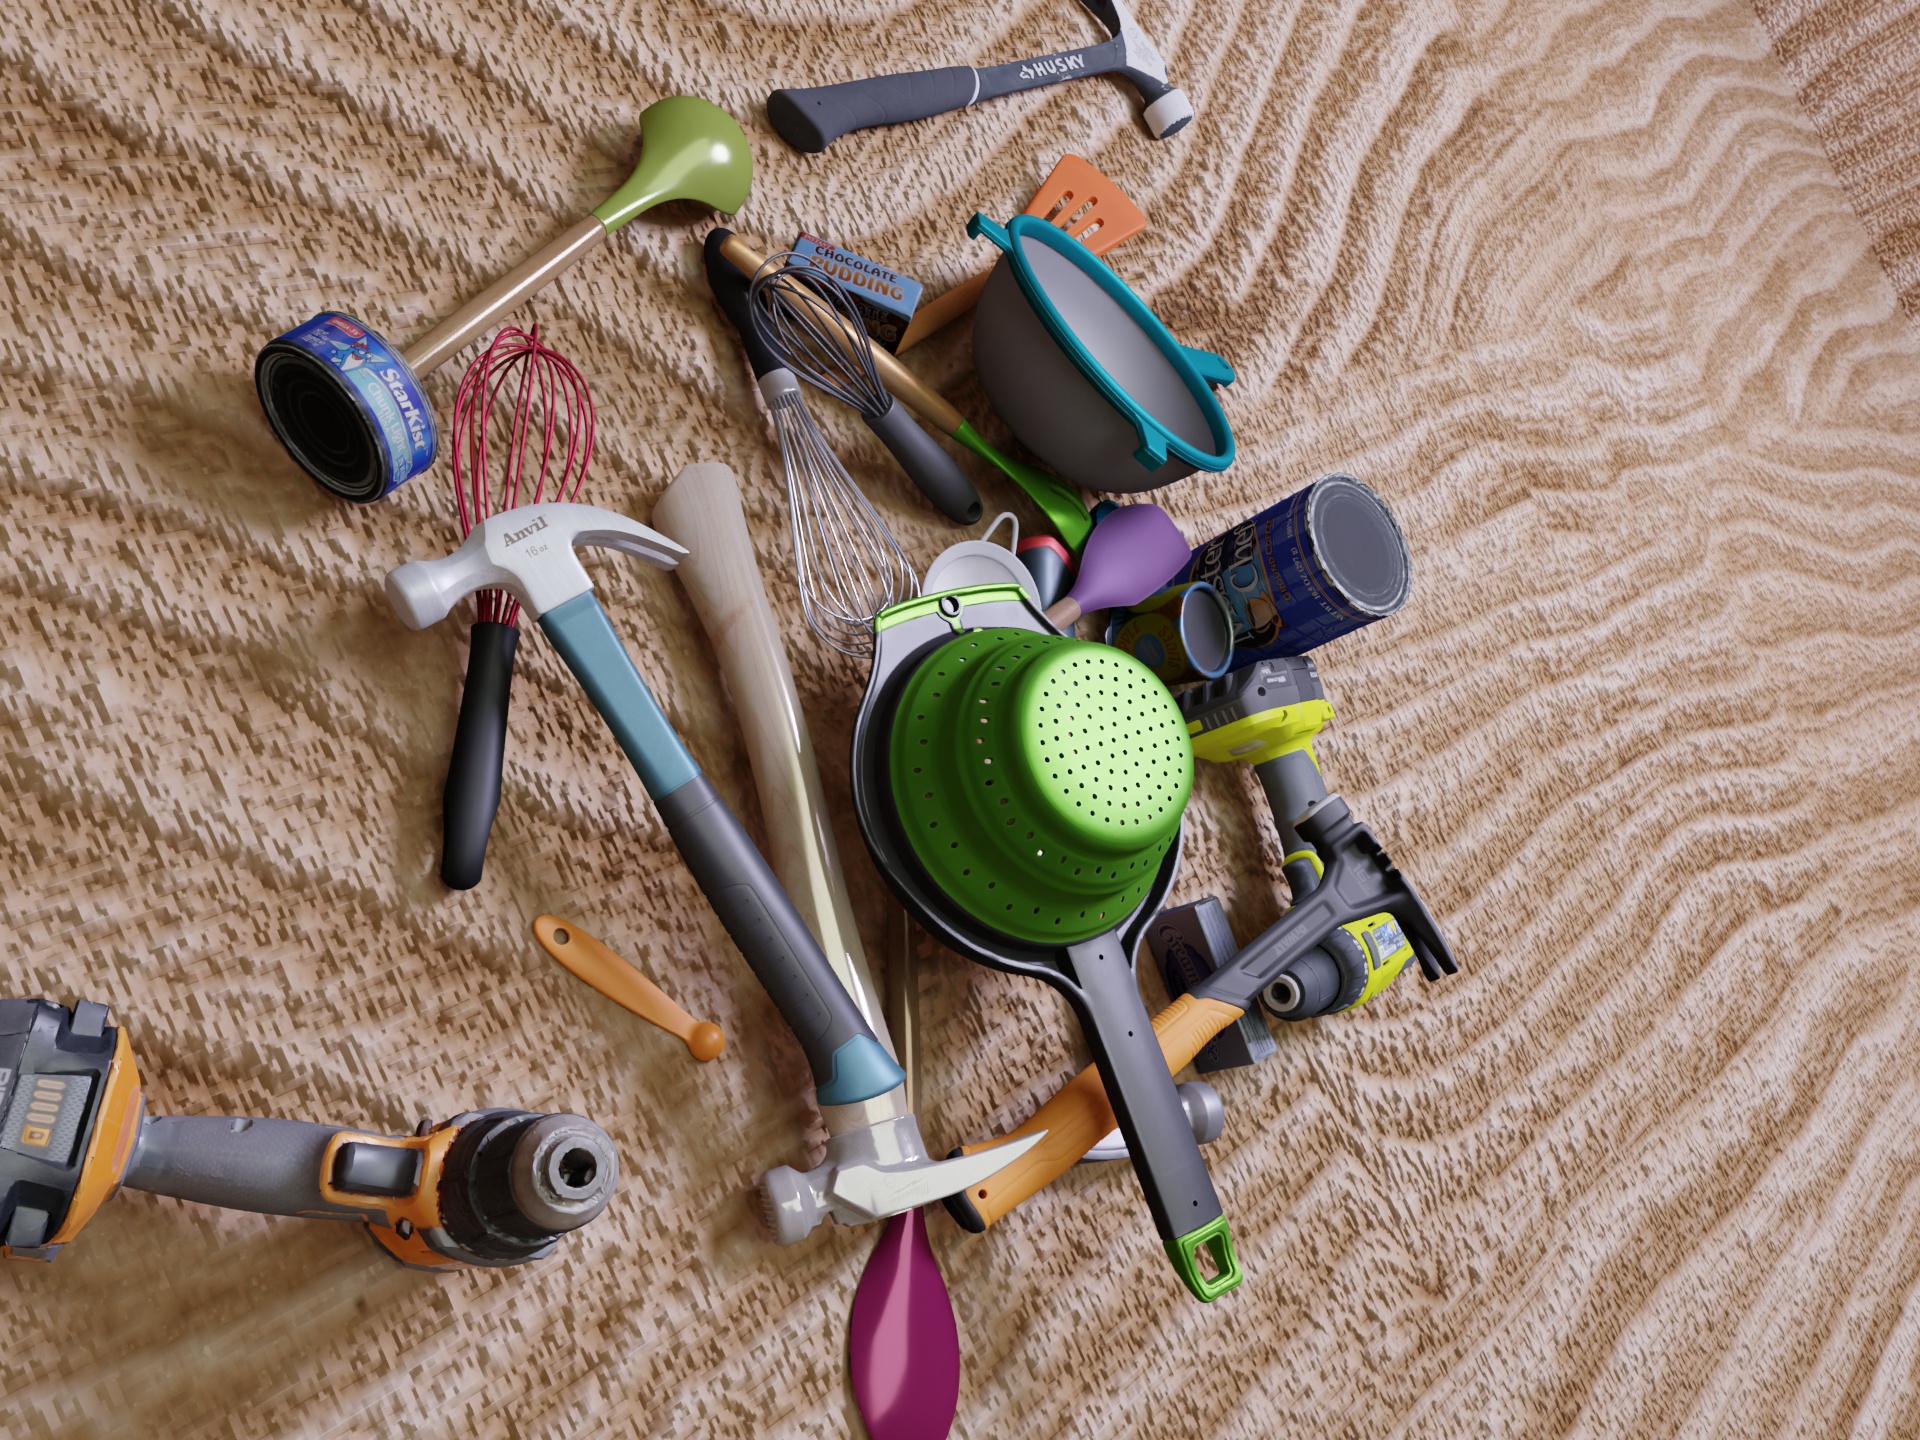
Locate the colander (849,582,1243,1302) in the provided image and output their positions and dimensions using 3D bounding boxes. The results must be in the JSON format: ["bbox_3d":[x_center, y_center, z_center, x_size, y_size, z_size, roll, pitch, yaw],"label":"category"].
[{"bbox_3d":[0.081,0.100,0.816,0.204,0.094,0.397,-15,80,-35],"label":"colander"}]

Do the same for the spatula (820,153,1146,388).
[{"bbox_3d":[0.012,-0.298,1.076,0.081,0.041,0.323,44,51,4],"label":"spatula"}]

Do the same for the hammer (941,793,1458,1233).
[{"bbox_3d":[0.131,0.178,0.892,0.337,0.034,0.127,-33,83,-23],"label":"hammer"}]

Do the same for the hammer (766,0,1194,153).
[{"bbox_3d":[0.017,-0.468,1.154,0.409,0.036,0.149,-31,91,-41],"label":"hammer"}]

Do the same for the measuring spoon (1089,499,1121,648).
[{"bbox_3d":[0.099,-0.085,1.078,0.042,0.021,0.129,9,75,-48],"label":"measuring spoon"}]

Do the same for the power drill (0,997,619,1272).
[{"bbox_3d":[-0.249,0.163,0.590,0.226,0.185,0.084,18,63,-28],"label":"power drill"}]

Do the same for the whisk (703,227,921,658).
[{"bbox_3d":[-0.094,-0.167,0.934,0.070,0.070,0.285,-13,76,-41],"label":"whisk"}]

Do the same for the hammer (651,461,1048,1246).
[{"bbox_3d":[-0.078,0.051,0.842,0.146,0.038,0.411,-12,76,-17],"label":"hammer"}]

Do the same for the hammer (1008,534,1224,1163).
[{"bbox_3d":[0.063,0.069,0.969,0.143,0.038,0.386,2,71,-36],"label":"hammer"}]

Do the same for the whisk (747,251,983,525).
[{"bbox_3d":[-0.047,-0.186,0.936,0.238,0.055,0.055,44,46,-49],"label":"whisk"}]

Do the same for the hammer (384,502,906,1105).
[{"bbox_3d":[-0.129,0.044,0.759,0.128,0.033,0.331,-34,95,-27],"label":"hammer"}]

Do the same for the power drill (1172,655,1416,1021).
[{"bbox_3d":[0.214,0.079,1.034,0.190,0.080,0.228,-8,76,-57],"label":"power drill"}]

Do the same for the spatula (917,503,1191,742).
[{"bbox_3d":[0.053,-0.060,0.971,0.060,0.018,0.316,54,48,-4],"label":"spatula"}]

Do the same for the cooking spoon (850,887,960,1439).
[{"bbox_3d":[-0.029,0.219,0.848,0.068,0.017,0.319,13,65,-36],"label":"cooking spoon"}]

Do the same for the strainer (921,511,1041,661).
[{"bbox_3d":[-0.002,-0.003,0.947,0.086,0.050,0.259,21,66,-27],"label":"strainer"}]

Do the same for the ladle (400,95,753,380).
[{"bbox_3d":[-0.224,-0.255,0.882,0.078,0.062,0.320,47,57,-13],"label":"ladle"}]

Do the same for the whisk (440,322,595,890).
[{"bbox_3d":[-0.226,-0.062,0.783,0.073,0.073,0.296,14,69,-33],"label":"whisk"}]

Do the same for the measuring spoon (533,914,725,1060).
[{"bbox_3d":[-0.161,0.131,0.784,0.116,0.011,0.021,40,52,-18],"label":"measuring spoon"}]

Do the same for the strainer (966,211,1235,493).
[{"bbox_3d":[0.105,-0.228,1.097,0.211,0.095,0.340,55,26,9],"label":"strainer"}]

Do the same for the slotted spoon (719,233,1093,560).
[{"bbox_3d":[-0.022,-0.198,0.989,0.313,0.031,0.070,34,22,-28],"label":"slotted spoon"}]
